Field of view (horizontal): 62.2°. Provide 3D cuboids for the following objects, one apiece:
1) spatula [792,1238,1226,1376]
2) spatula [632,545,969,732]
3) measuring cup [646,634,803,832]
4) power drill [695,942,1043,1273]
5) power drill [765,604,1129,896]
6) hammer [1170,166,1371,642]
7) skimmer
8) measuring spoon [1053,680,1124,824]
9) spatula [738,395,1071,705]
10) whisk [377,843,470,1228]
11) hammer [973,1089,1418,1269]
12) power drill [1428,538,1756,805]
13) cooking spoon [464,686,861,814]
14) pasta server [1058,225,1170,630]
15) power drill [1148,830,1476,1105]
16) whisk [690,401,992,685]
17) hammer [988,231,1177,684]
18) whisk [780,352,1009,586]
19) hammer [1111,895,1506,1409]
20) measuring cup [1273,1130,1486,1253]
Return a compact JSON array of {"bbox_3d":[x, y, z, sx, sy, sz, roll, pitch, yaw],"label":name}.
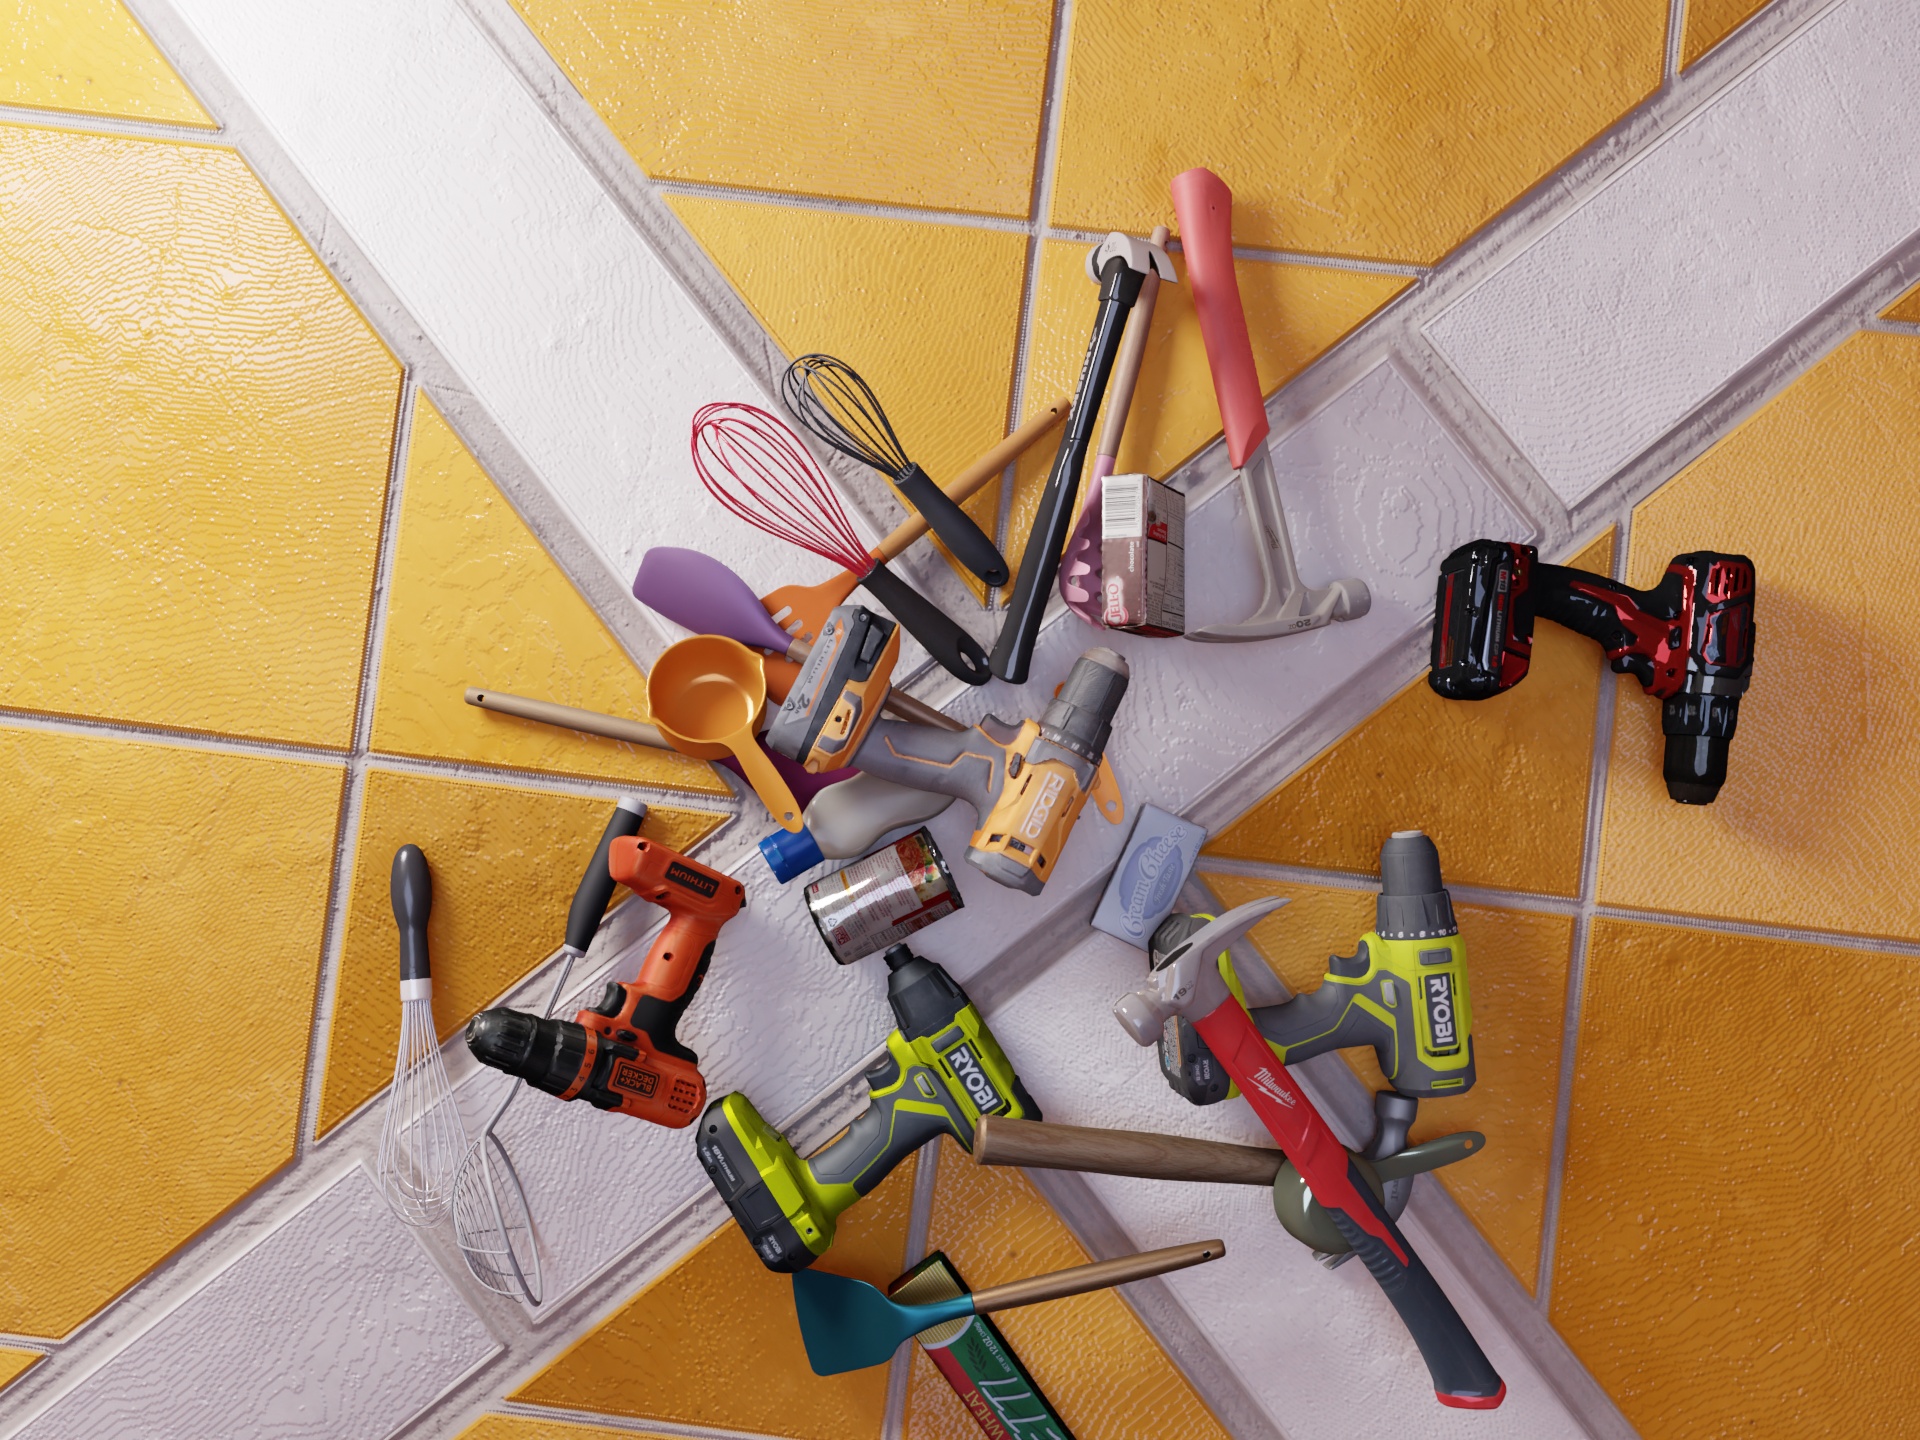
[{"bbox_3d":[0.035,0.411,1.153,0.317,0.044,0.082,-12,89,1],"label":"spatula"},{"bbox_3d":[-0.103,-0.045,1.190,0.316,0.018,0.059,28,107,5],"label":"spatula"},{"bbox_3d":[-0.164,0.019,1.176,0.095,0.052,0.174,-30,74,-16],"label":"measuring cup"},{"bbox_3d":[-0.075,0.285,1.172,0.223,0.080,0.171,-32,88,-4],"label":"power drill"},{"bbox_3d":[-0.002,-0.004,1.132,0.226,0.084,0.185,28,85,-4],"label":"power drill"},{"bbox_3d":[0.202,-0.238,1.193,0.149,0.037,0.359,-10,84,-20],"label":"hammer"},{"bbox_3d":[-0.281,0.238,1.174,0.090,0.127,0.363,21,77,-4],"label":"skimmer"},{"bbox_3d":[0.099,0.025,1.212,0.021,0.011,0.117,-22,91,0],"label":"measuring spoon"},{"bbox_3d":[-0.042,-0.141,1.216,0.322,0.041,0.081,-40,89,-5],"label":"spatula"},{"bbox_3d":[-0.405,0.234,1.190,0.070,0.070,0.285,-5,83,1],"label":"whisk"},{"bbox_3d":[0.172,0.322,1.155,0.331,0.031,0.130,8,88,-10],"label":"hammer"},{"bbox_3d":[0.471,-0.040,1.176,0.226,0.080,0.188,6,88,-2],"label":"power drill"},{"bbox_3d":[-0.222,0.015,1.213,0.319,0.017,0.069,13,88,1],"label":"cooking spoon"},{"bbox_3d":[0.124,-0.225,1.208,0.040,0.060,0.316,11,84,32],"label":"pasta server"},{"bbox_3d":[0.259,0.184,1.160,0.228,0.080,0.190,-5,88,-8],"label":"power drill"},{"bbox_3d":[-0.082,-0.122,1.159,0.295,0.073,0.073,42,89,-21],"label":"whisk"},{"bbox_3d":[0.081,-0.188,1.162,0.035,0.146,0.334,14,99,-13],"label":"hammer"},{"bbox_3d":[-0.042,-0.177,1.160,0.055,0.055,0.238,-46,118,-1],"label":"whisk"},{"bbox_3d":[0.270,0.307,1.100,0.143,0.038,0.386,-37,94,-10],"label":"hammer"},{"bbox_3d":[0.309,0.330,1.143,0.167,0.038,0.083,-16,92,-8],"label":"measuring cup"}]
